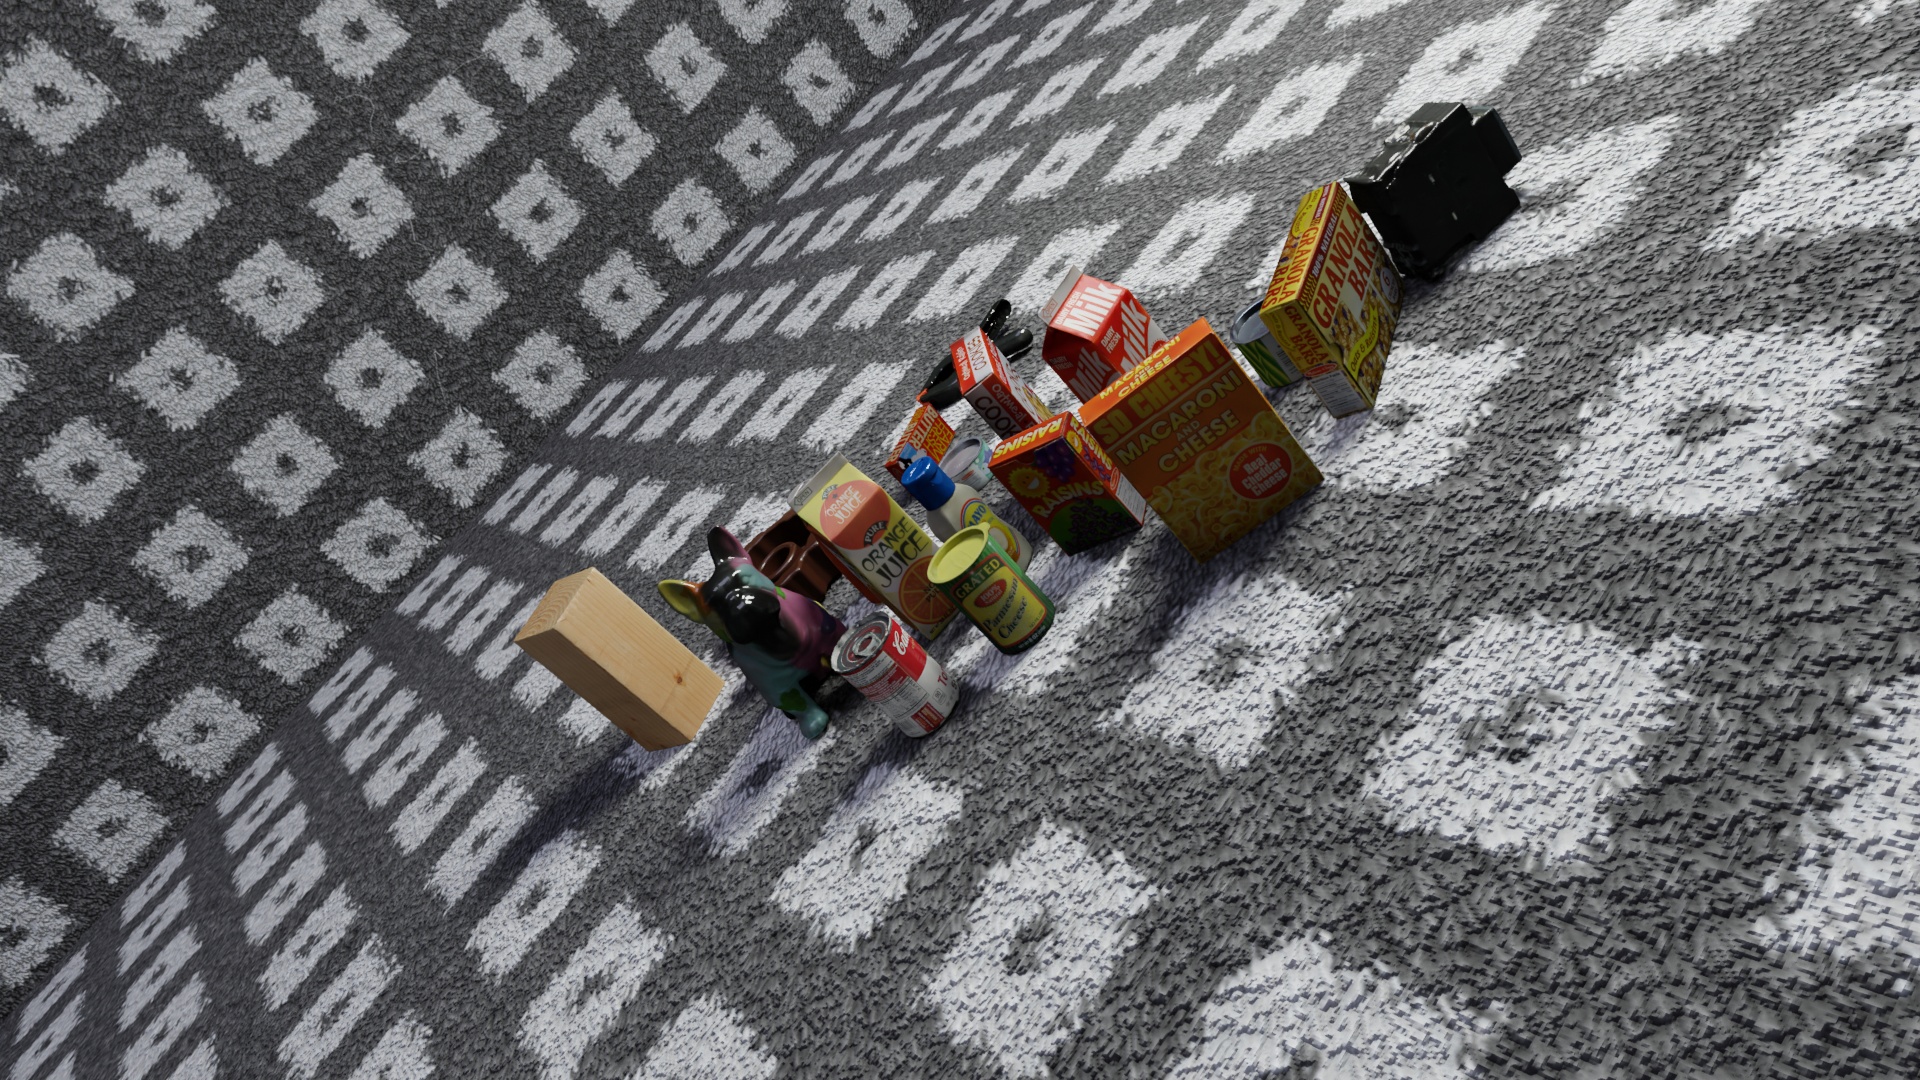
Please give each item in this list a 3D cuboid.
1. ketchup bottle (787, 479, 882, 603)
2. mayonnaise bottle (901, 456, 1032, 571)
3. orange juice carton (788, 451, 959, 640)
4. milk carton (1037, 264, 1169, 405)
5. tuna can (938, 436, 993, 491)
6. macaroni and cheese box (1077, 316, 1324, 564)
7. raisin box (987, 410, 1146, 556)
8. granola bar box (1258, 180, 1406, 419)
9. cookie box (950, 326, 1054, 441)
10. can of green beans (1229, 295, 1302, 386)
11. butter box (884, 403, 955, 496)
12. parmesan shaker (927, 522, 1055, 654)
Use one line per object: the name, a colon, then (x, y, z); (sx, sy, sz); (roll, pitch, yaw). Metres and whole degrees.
ketchup bottle: (-0.120, -0.002, 1.455); (0.043, 0.148, 0.065); (-23, 32, 36)
mayonnaise bottle: (0.005, -0.016, 1.301); (0.041, 0.148, 0.065); (-11, 40, 48)
orange juice carton: (-0.078, 0.003, 1.338); (0.072, 0.192, 0.073); (-48, 26, -9)
milk carton: (0.144, -0.162, 1.274); (0.073, 0.190, 0.072); (-7, 44, 51)
tuna can: (0.008, -0.082, 1.528); (0.071, 0.032, 0.071); (-33, 27, 20)
macaroni and cheese box: (0.191, -0.077, 1.106); (0.123, 0.166, 0.040); (-37, 26, 14)
raisin box: (0.097, -0.049, 1.248); (0.086, 0.123, 0.040); (-23, 32, 36)
granola bar box: (0.317, -0.204, 1.168); (0.039, 0.124, 0.166); (-17, 36, 43)
cookie box: (0.059, -0.119, 1.356); (0.040, 0.167, 0.123); (-37, 26, 13)
can of green beans: (0.286, -0.181, 1.254); (0.071, 0.057, 0.071); (-33, 27, 20)
butter box: (-0.046, -0.106, 1.618); (0.024, 0.053, 0.104); (-17, 36, 43)
parmesan shaker: (0.030, 0.043, 1.226); (0.071, 0.103, 0.072); (-33, 27, 20)
